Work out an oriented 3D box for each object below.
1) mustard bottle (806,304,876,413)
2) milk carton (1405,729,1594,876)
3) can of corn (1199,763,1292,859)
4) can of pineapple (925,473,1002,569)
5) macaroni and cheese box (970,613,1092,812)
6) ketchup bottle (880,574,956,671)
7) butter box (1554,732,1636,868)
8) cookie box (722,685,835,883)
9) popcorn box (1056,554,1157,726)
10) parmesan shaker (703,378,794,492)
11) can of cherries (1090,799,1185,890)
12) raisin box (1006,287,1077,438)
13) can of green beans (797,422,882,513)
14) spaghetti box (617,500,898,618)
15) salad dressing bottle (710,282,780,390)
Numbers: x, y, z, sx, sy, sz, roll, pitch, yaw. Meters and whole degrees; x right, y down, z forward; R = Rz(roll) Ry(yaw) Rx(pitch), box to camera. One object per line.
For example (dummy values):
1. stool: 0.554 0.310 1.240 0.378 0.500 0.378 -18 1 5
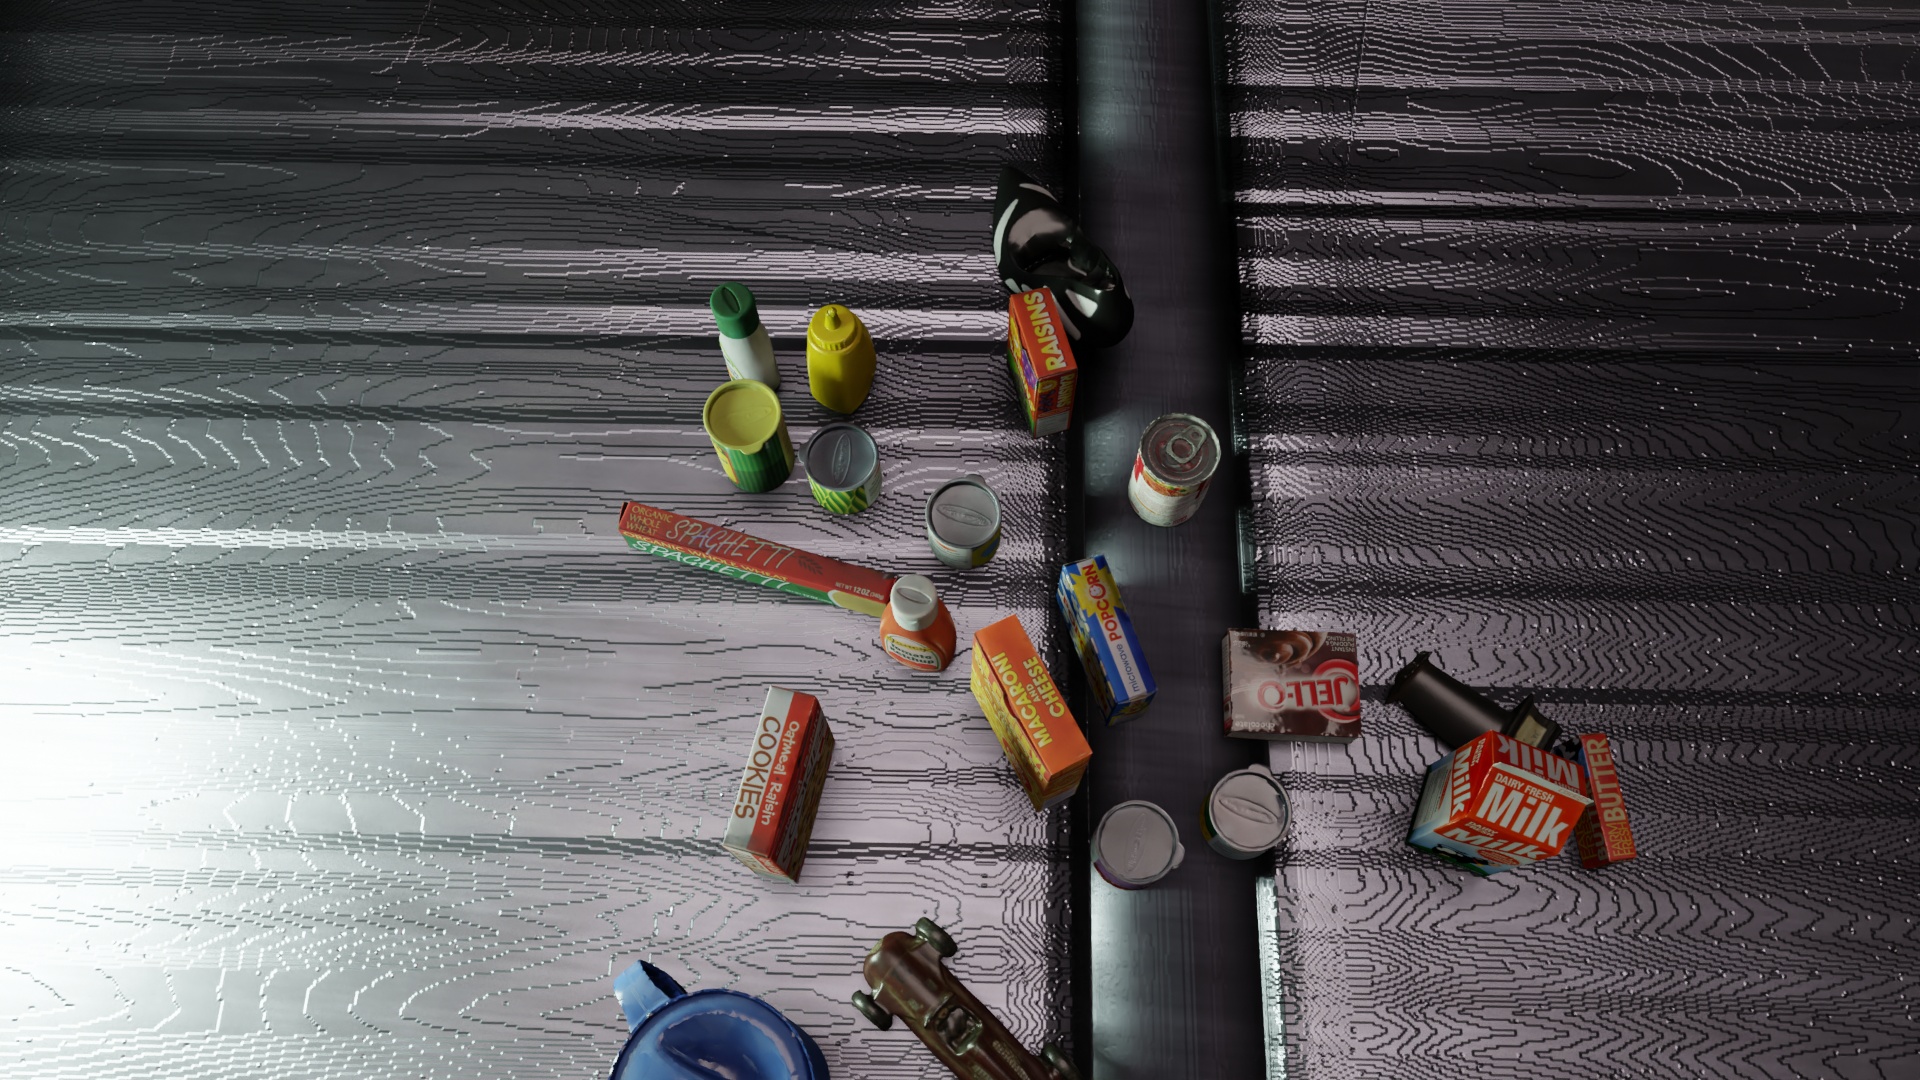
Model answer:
1. mustard bottle: -0.107 -0.168 1.221 0.049 0.159 0.065 24 72 9
2. milk carton: 0.412 0.201 1.065 0.072 0.190 0.073 21 71 8
3. can of corn: 0.231 0.221 1.128 0.071 0.058 0.071 0 70 0
4. can of pineapple: 0.004 -0.015 1.217 0.071 0.057 0.071 0 70 0
5. macaroni and cheese box: 0.052 0.141 1.101 0.040 0.166 0.124 -26 72 -9
6. ketchup bottle: -0.036 0.067 1.138 0.065 0.148 0.044 18 71 7
7. butter box: 0.518 0.213 1.134 0.024 0.053 0.104 -5 70 -2
8. cookie box: -0.136 0.194 1.080 0.040 0.167 0.123 12 70 5
9. popcorn box: 0.121 0.085 1.165 0.038 0.085 0.127 -18 70 -6
10. parmesan shaker: -0.184 -0.087 1.221 0.071 0.102 0.071 0 70 0
11. can of cherries: 0.142 0.248 1.118 0.071 0.058 0.072 0 70 0
12. raisin box: 0.070 -0.156 1.236 0.040 0.123 0.086 -14 70 -5
13. can of green beans: -0.104 -0.064 1.236 0.071 0.057 0.071 0 70 0
14. spaghetti box: -0.176 0.017 1.209 0.250 0.050 0.029 15 71 6
15. salad dressing bottle: -0.192 -0.177 1.231 0.044 0.147 0.064 -27 72 -9
